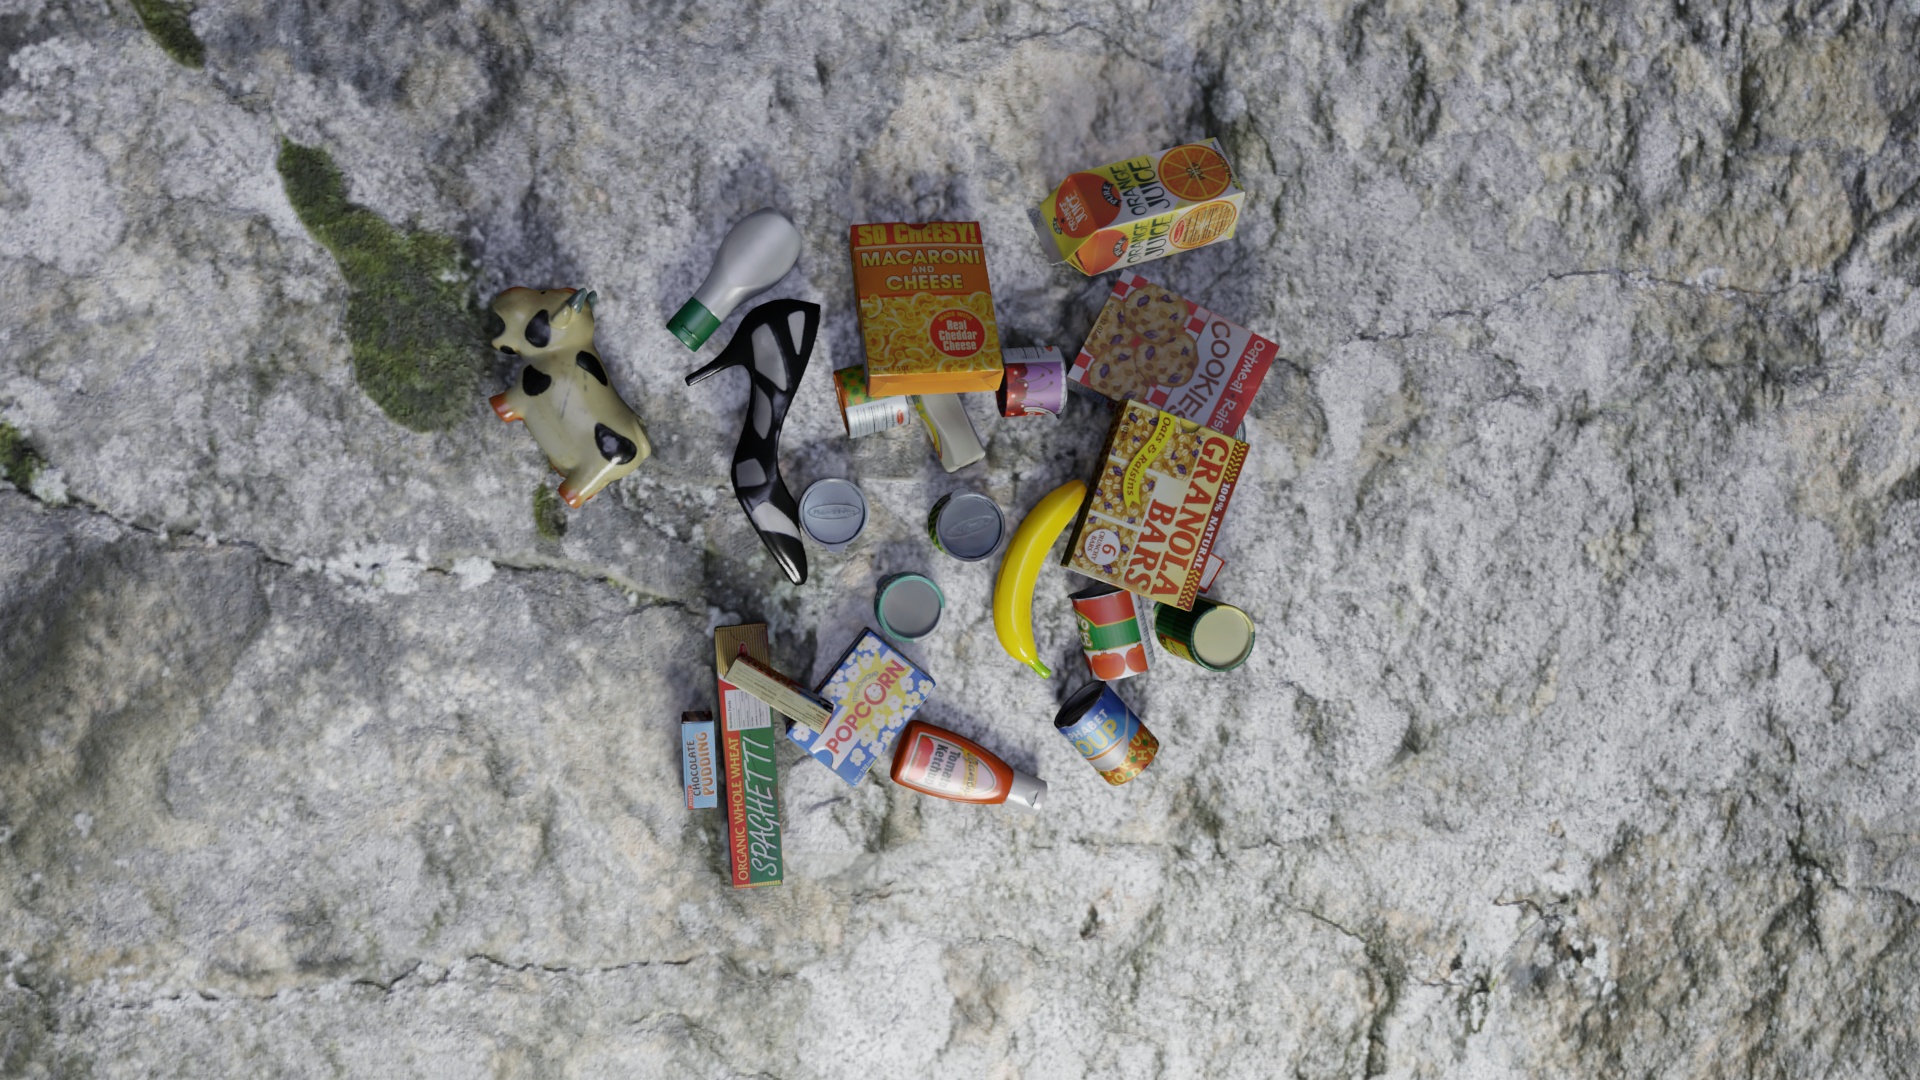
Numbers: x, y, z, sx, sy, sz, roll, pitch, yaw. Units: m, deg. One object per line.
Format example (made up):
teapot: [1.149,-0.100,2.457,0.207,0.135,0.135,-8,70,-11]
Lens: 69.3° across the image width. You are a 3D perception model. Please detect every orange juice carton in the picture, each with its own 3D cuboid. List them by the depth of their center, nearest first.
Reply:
orange juice carton: [0.163,-0.311,1.317,0.193,0.072,0.072,-16,65,-9]

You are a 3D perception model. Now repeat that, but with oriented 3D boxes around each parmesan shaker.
parmesan shaker: [0.233,0.087,1.346,0.071,0.103,0.071,-1,94,-10]

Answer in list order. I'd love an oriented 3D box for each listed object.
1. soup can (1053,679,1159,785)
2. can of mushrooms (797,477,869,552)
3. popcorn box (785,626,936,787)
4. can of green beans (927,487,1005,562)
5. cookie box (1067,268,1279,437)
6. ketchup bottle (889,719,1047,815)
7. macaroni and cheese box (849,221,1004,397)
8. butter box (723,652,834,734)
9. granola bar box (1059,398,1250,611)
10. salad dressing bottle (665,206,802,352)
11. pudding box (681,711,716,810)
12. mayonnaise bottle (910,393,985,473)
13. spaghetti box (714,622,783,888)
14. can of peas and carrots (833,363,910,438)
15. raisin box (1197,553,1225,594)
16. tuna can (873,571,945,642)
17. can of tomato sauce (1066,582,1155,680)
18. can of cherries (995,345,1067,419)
soup can: [0.142,0.189,1.351,0.071,0.071,0.083,-43,99,-5]
can of mushrooms: [-0.121,-0.025,1.312,0.071,0.033,0.071,-1,93,-11]
popcorn box: [-0.095,0.157,1.323,0.085,0.038,0.127,39,86,-11]
can of green beans: [0.005,-0.014,1.322,0.071,0.058,0.071,-1,93,-10]
cookie box: [0.202,-0.168,1.334,0.167,0.040,0.123,27,82,4]
ketchup bottle: [0.010,0.226,1.343,0.149,0.043,0.064,21,89,-11]
macaroni and cheese box: [-0.033,-0.216,1.279,0.124,0.040,0.167,-4,66,-10]
butter box: [-0.165,0.138,1.267,0.103,0.053,0.024,30,90,-3]
granola bar box: [0.178,-0.033,1.273,0.124,0.039,0.165,20,90,-9]
salad dressing bottle: [-0.210,-0.240,1.281,0.064,0.044,0.148,42,86,-12]
pudding box: [-0.244,0.204,1.293,0.030,0.049,0.083,-2,93,-11]
mayonnaise bottle: [-0.026,-0.137,1.310,0.041,0.064,0.148,-26,88,-10]
spaghetti box: [-0.200,0.202,1.311,0.050,0.028,0.249,-4,93,-10]
can of peas and carrots: [-0.084,-0.135,1.298,0.059,0.071,0.071,-15,96,-8]
raisin box: [0.183,0.001,1.341,0.123,0.086,0.040,30,89,-10]
tuna can: [-0.050,0.062,1.329,0.071,0.033,0.071,-1,93,-11]
can of tomato sauce: [0.147,0.087,1.350,0.071,0.071,0.083,-15,96,-9]
can of cherries: [0.066,-0.149,1.323,0.058,0.071,0.071,-5,94,-10]
